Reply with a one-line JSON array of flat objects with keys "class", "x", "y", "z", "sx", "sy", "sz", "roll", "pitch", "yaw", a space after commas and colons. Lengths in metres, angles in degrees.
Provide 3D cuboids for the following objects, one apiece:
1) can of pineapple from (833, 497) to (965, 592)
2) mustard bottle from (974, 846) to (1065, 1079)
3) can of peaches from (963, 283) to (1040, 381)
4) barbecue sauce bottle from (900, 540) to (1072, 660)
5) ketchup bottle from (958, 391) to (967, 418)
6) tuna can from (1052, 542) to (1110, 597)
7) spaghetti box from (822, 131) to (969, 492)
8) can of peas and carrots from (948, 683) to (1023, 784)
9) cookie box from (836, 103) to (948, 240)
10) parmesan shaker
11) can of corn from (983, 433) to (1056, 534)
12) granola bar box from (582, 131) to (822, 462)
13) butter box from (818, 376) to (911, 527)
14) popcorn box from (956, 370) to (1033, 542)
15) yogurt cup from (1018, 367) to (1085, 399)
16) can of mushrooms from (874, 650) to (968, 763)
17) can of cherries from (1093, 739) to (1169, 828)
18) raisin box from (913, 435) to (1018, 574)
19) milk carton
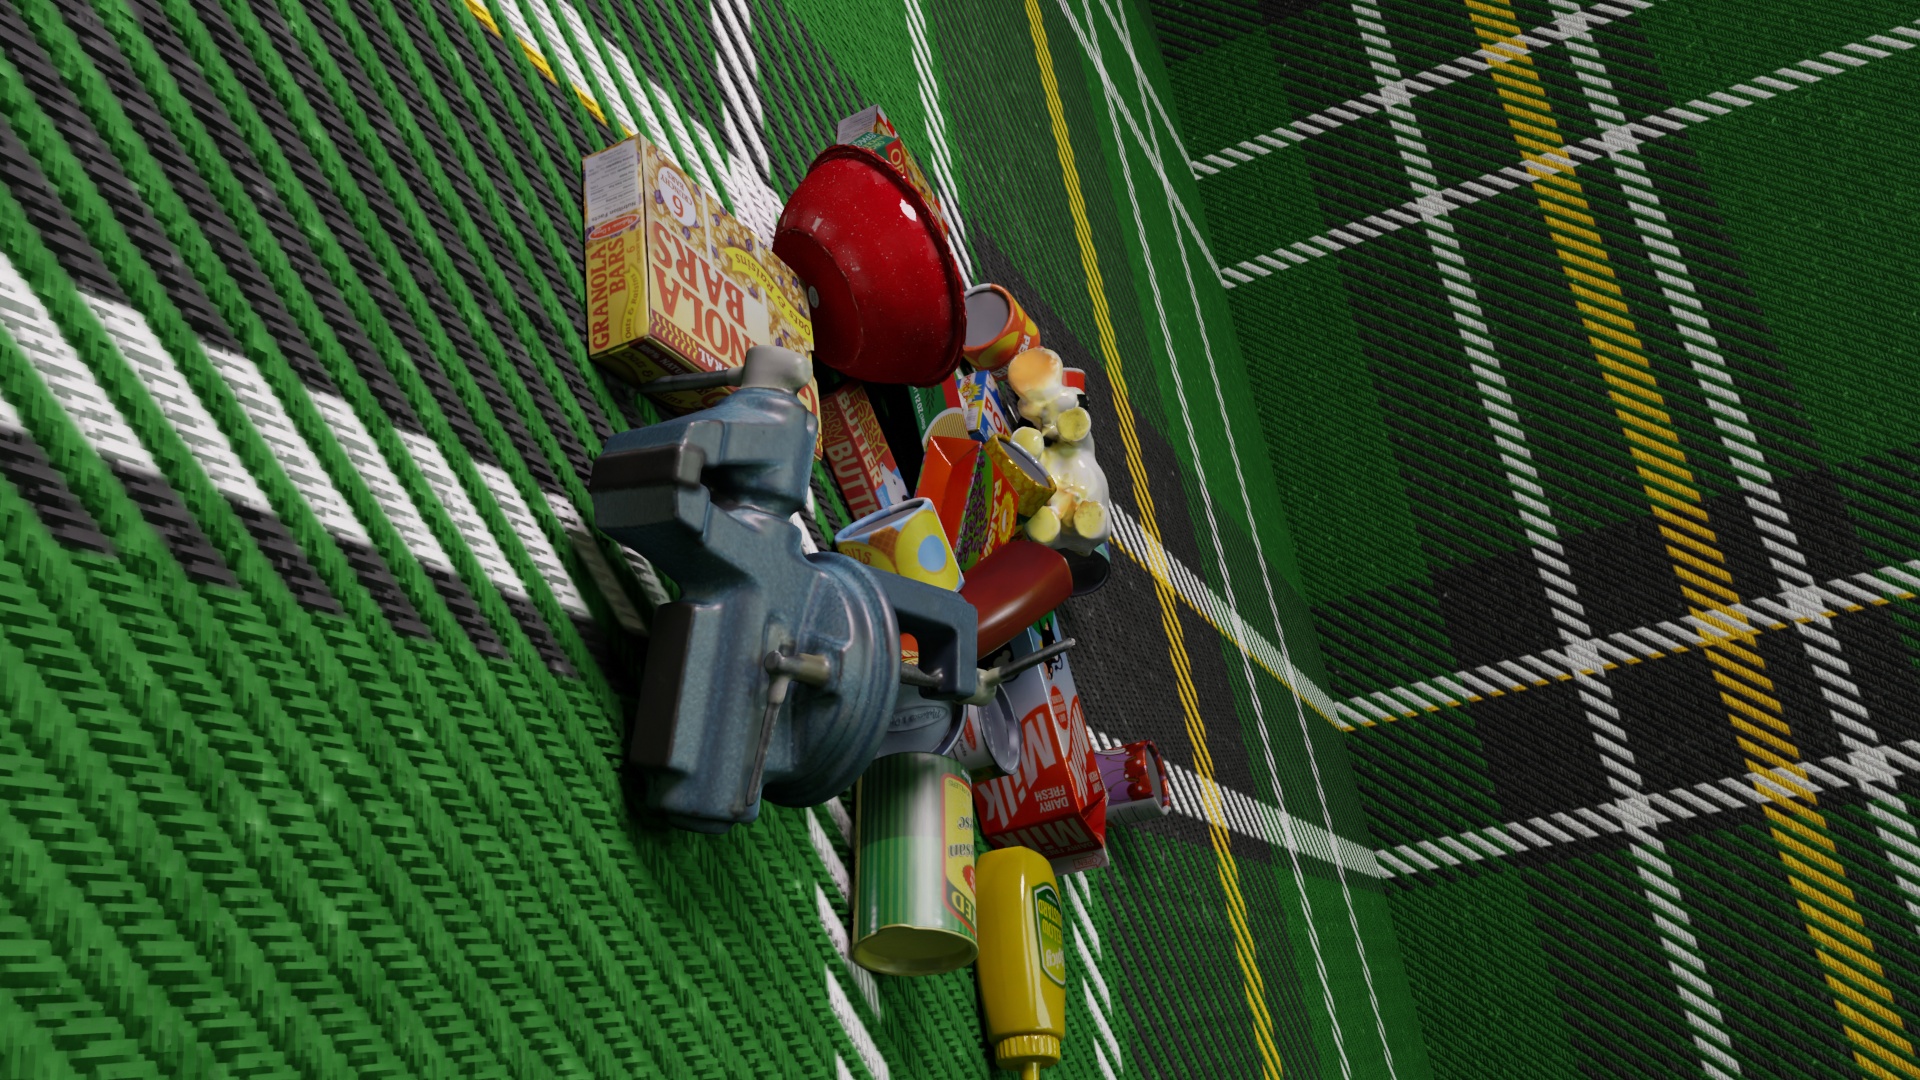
[{"class": "can of pineapple", "x": -0.039, "y": 0.013, "z": 0.857, "sx": 0.057, "sy": 0.071, "sz": 0.071, "roll": 68, "pitch": 20, "yaw": -12}, {"class": "mustard bottle", "x": 0.039, "y": 0.275, "z": 0.866, "sx": 0.065, "sy": 0.048, "sz": 0.161, "roll": 46, "pitch": 32, "yaw": -48}, {"class": "can of peaches", "x": 0.029, "y": -0.177, "z": 1.195, "sx": 0.058, "sy": 0.071, "sz": 0.071, "roll": 40, "pitch": 37, "yaw": -56}, {"class": "barbecue sauce bottle", "x": 0.003, "y": 0.051, "z": 0.874, "sx": 0.149, "sy": 0.065, "sz": 0.043, "roll": -34, "pitch": 120, "yaw": -37}, {"class": "ketchup bottle", "x": -0.041, "y": -0.135, "z": 1.008, "sx": 0.148, "sy": 0.043, "sz": 0.065, "roll": 52, "pitch": 36, "yaw": -45}, {"class": "tuna can", "x": 0.097, "y": 0.015, "z": 1.217, "sx": 0.071, "sy": 0.071, "sz": 0.033, "roll": 56, "pitch": 24, "yaw": -40}, {"class": "spaghetti box", "x": -0.039, "y": -0.148, "z": 0.942, "sx": 0.050, "sy": 0.029, "sz": 0.248, "roll": -42, "pitch": 131, "yaw": -38}, {"class": "can of peas and carrots", "x": 0.000, "y": 0.122, "z": 0.878, "sx": 0.071, "sy": 0.058, "sz": 0.071, "roll": -18, "pitch": 91, "yaw": -71}, {"class": "cookie box", "x": -0.053, "y": -0.236, "z": 1.070, "sx": 0.122, "sy": 0.040, "sz": 0.168, "roll": 53, "pitch": 26, "yaw": -43}, {"class": "parmesan shaker", "x": -0.025, "y": 0.173, "z": 0.753, "sx": 0.071, "sy": 0.071, "sz": 0.103, "roll": 51, "pitch": 29, "yaw": -46}, {"class": "can of corn", "x": 0.031, "y": -0.039, "z": 1.062, "sx": 0.071, "sy": 0.058, "sz": 0.071, "roll": 39, "pitch": 17, "yaw": -14}, {"class": "granola bar box", "x": -0.135, "y": -0.122, "z": 0.753, "sx": 0.165, "sy": 0.039, "sz": 0.124, "roll": 37, "pitch": 40, "yaw": -58}, {"class": "butter box", "x": -0.064, "y": -0.053, "z": 0.906, "sx": 0.053, "sy": 0.024, "sz": 0.103, "roll": -59, "pitch": 128, "yaw": -66}, {"class": "popcorn box", "x": 0.029, "y": -0.065, "z": 1.144, "sx": 0.126, "sy": 0.038, "sz": 0.085, "roll": 59, "pitch": 24, "yaw": -34}, {"class": "yogurt cup", "x": 0.088, "y": -0.131, "z": 1.324, "sx": 0.072, "sy": 0.072, "sz": 0.054, "roll": 10, "pitch": 72, "yaw": -68}, {"class": "can of mushrooms", "x": -0.031, "y": 0.096, "z": 0.799, "sx": 0.033, "sy": 0.071, "sz": 0.070, "roll": 29, "pitch": -24, "yaw": 52}, {"class": "can of cherries", "x": 0.140, "y": 0.205, "z": 1.183, "sx": 0.071, "sy": 0.058, "sz": 0.071, "roll": -18, "pitch": 91, "yaw": -70}, {"class": "raisin box", "x": 0.003, "y": -0.012, "z": 0.961, "sx": 0.123, "sy": 0.040, "sz": 0.086, "roll": 48, "pitch": 52, "yaw": -68}, {"class": "milk carton", "x": 0.045, "y": 0.139, "z": 0.965, "sx": 0.073, "sy": 0.072, "sz": 0.190, "roll": 6, "pitch": 68, "yaw": -69}]
